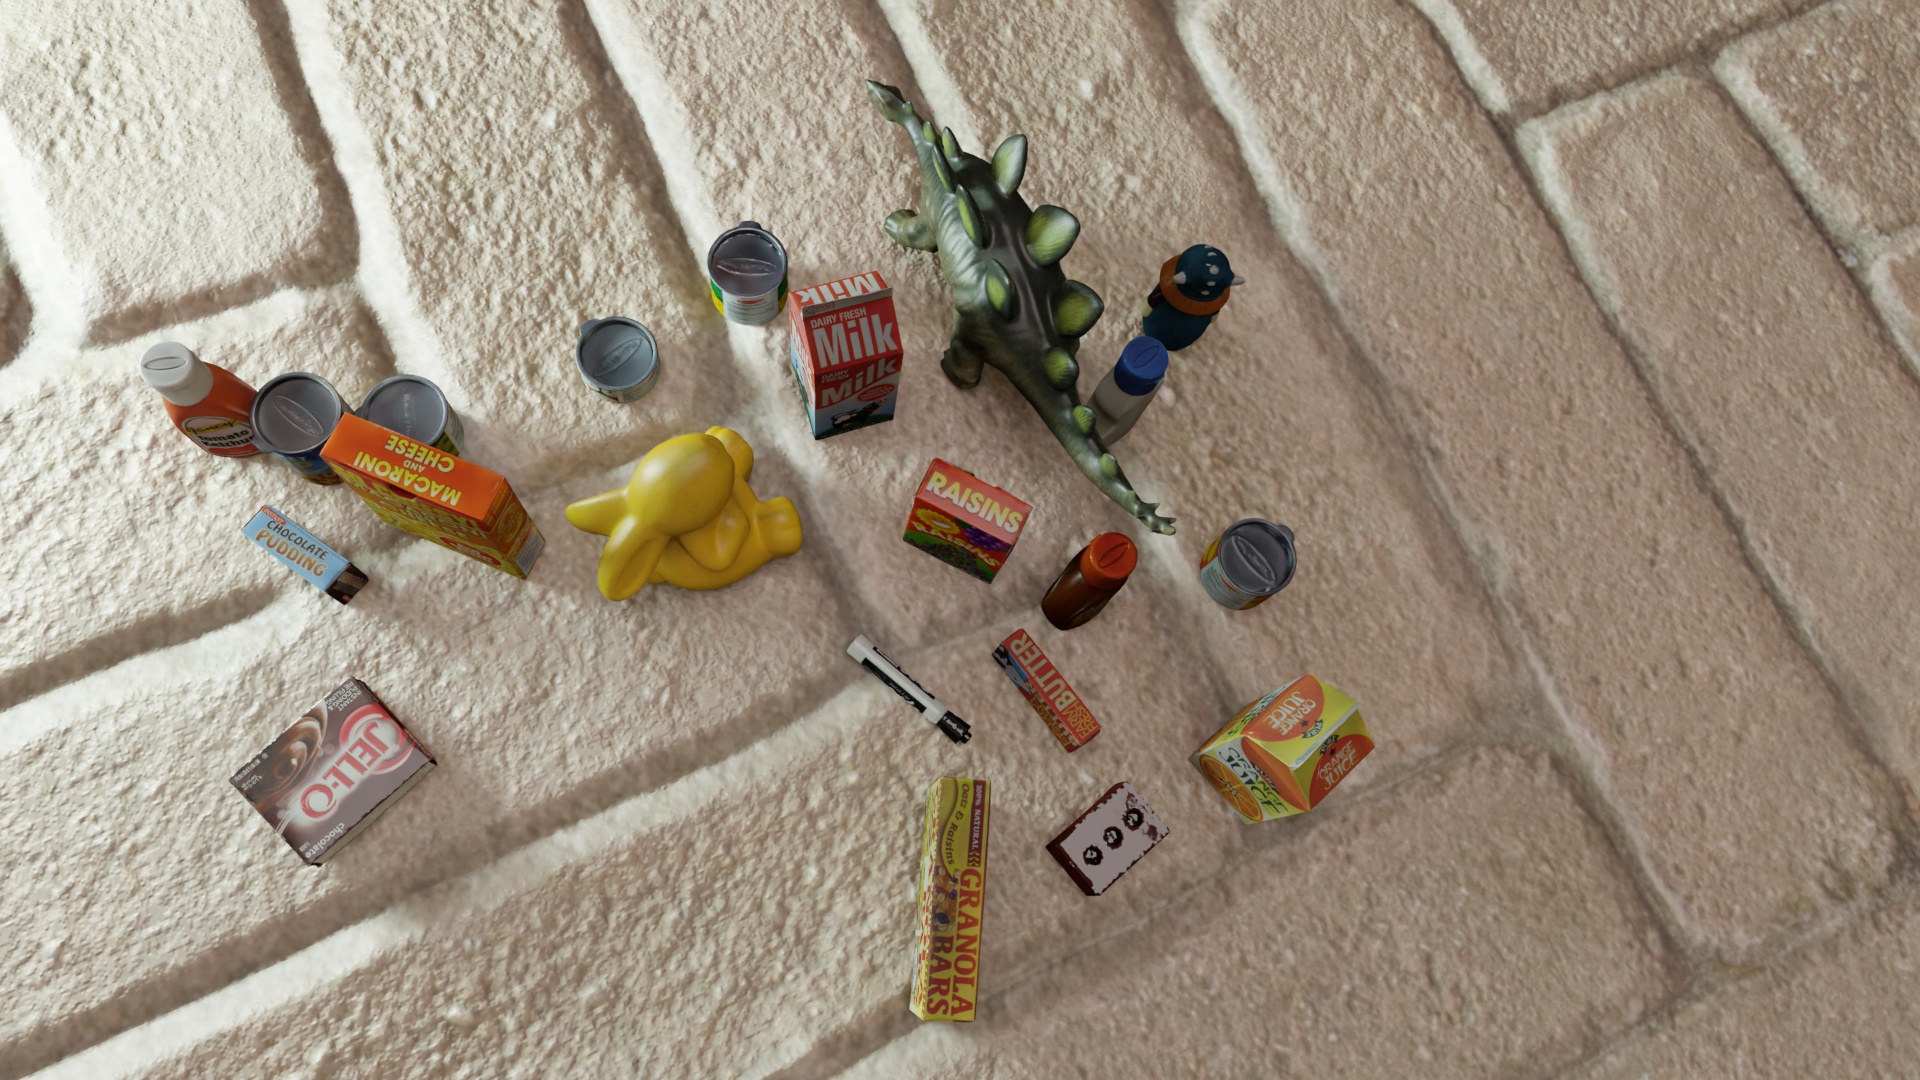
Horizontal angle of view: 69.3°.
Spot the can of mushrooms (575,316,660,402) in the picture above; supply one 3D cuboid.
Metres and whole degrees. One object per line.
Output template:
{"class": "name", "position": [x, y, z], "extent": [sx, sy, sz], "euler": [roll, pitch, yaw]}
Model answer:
{"class": "can of mushrooms", "position": [-0.285, -0.151, 1.152], "extent": [0.071, 0.033, 0.071], "euler": [2, 74, -6]}

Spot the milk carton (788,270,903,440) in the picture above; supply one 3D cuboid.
{"class": "milk carton", "position": [-0.091, -0.150, 1.093], "extent": [0.072, 0.190, 0.073], "euler": [-16, 77, -11]}

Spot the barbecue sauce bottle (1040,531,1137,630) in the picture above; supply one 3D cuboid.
{"class": "barbecue sauce bottle", "position": [0.104, 0.029, 1.086], "extent": [0.065, 0.148, 0.044], "euler": [-36, 81, -15]}

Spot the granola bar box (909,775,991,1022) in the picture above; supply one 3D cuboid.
{"class": "granola bar box", "position": [-0.008, 0.262, 1.019], "extent": [0.039, 0.124, 0.166], "euler": [6, 74, -5]}

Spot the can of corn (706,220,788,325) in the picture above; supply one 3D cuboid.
{"class": "can of corn", "position": [-0.179, -0.225, 1.173], "extent": [0.071, 0.058, 0.071], "euler": [2, 74, -6]}

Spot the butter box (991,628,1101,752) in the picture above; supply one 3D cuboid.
{"class": "butter box", "position": [0.068, 0.120, 1.106], "extent": [0.024, 0.053, 0.103], "euler": [-36, 81, -15]}

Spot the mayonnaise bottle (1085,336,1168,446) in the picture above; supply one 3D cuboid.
{"class": "mayonnaise bottle", "position": [0.134, -0.122, 1.134], "extent": [0.065, 0.147, 0.041], "euler": [-39, 82, -15]}

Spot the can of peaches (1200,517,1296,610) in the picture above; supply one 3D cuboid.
{"class": "can of peaches", "position": [0.240, 0.019, 1.153], "extent": [0.071, 0.058, 0.071], "euler": [2, 74, -6]}

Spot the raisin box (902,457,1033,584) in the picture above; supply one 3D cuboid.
{"class": "raisin box", "position": [0.004, -0.014, 1.100], "extent": [0.086, 0.123, 0.040], "euler": [27, 73, 1]}

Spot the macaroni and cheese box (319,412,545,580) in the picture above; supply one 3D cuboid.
{"class": "macaroni and cheese box", "position": [-0.387, -0.028, 1.035], "extent": [0.124, 0.166, 0.040], "euler": [22, 73, 0]}

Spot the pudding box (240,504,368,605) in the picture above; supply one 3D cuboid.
{"class": "pudding box", "position": [-0.504, 0.011, 1.071], "extent": [0.084, 0.049, 0.030], "euler": [35, 73, 4]}

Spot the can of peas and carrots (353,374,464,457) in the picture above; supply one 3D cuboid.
{"class": "can of peas and carrots", "position": [-0.437, -0.090, 1.103], "extent": [0.071, 0.058, 0.071], "euler": [2, 74, -6]}

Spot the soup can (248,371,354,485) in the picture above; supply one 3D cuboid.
{"class": "soup can", "position": [-0.505, -0.084, 1.080], "extent": [0.071, 0.083, 0.071], "euler": [2, 74, -6]}

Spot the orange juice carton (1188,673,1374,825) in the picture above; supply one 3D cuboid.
{"class": "orange juice carton", "position": [0.244, 0.157, 1.043], "extent": [0.072, 0.192, 0.073], "euler": [-39, 82, -15]}

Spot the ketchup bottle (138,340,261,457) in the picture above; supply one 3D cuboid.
{"class": "ketchup bottle", "position": [-0.567, -0.106, 1.045], "extent": [0.065, 0.148, 0.043], "euler": [-8, 76, -9]}
